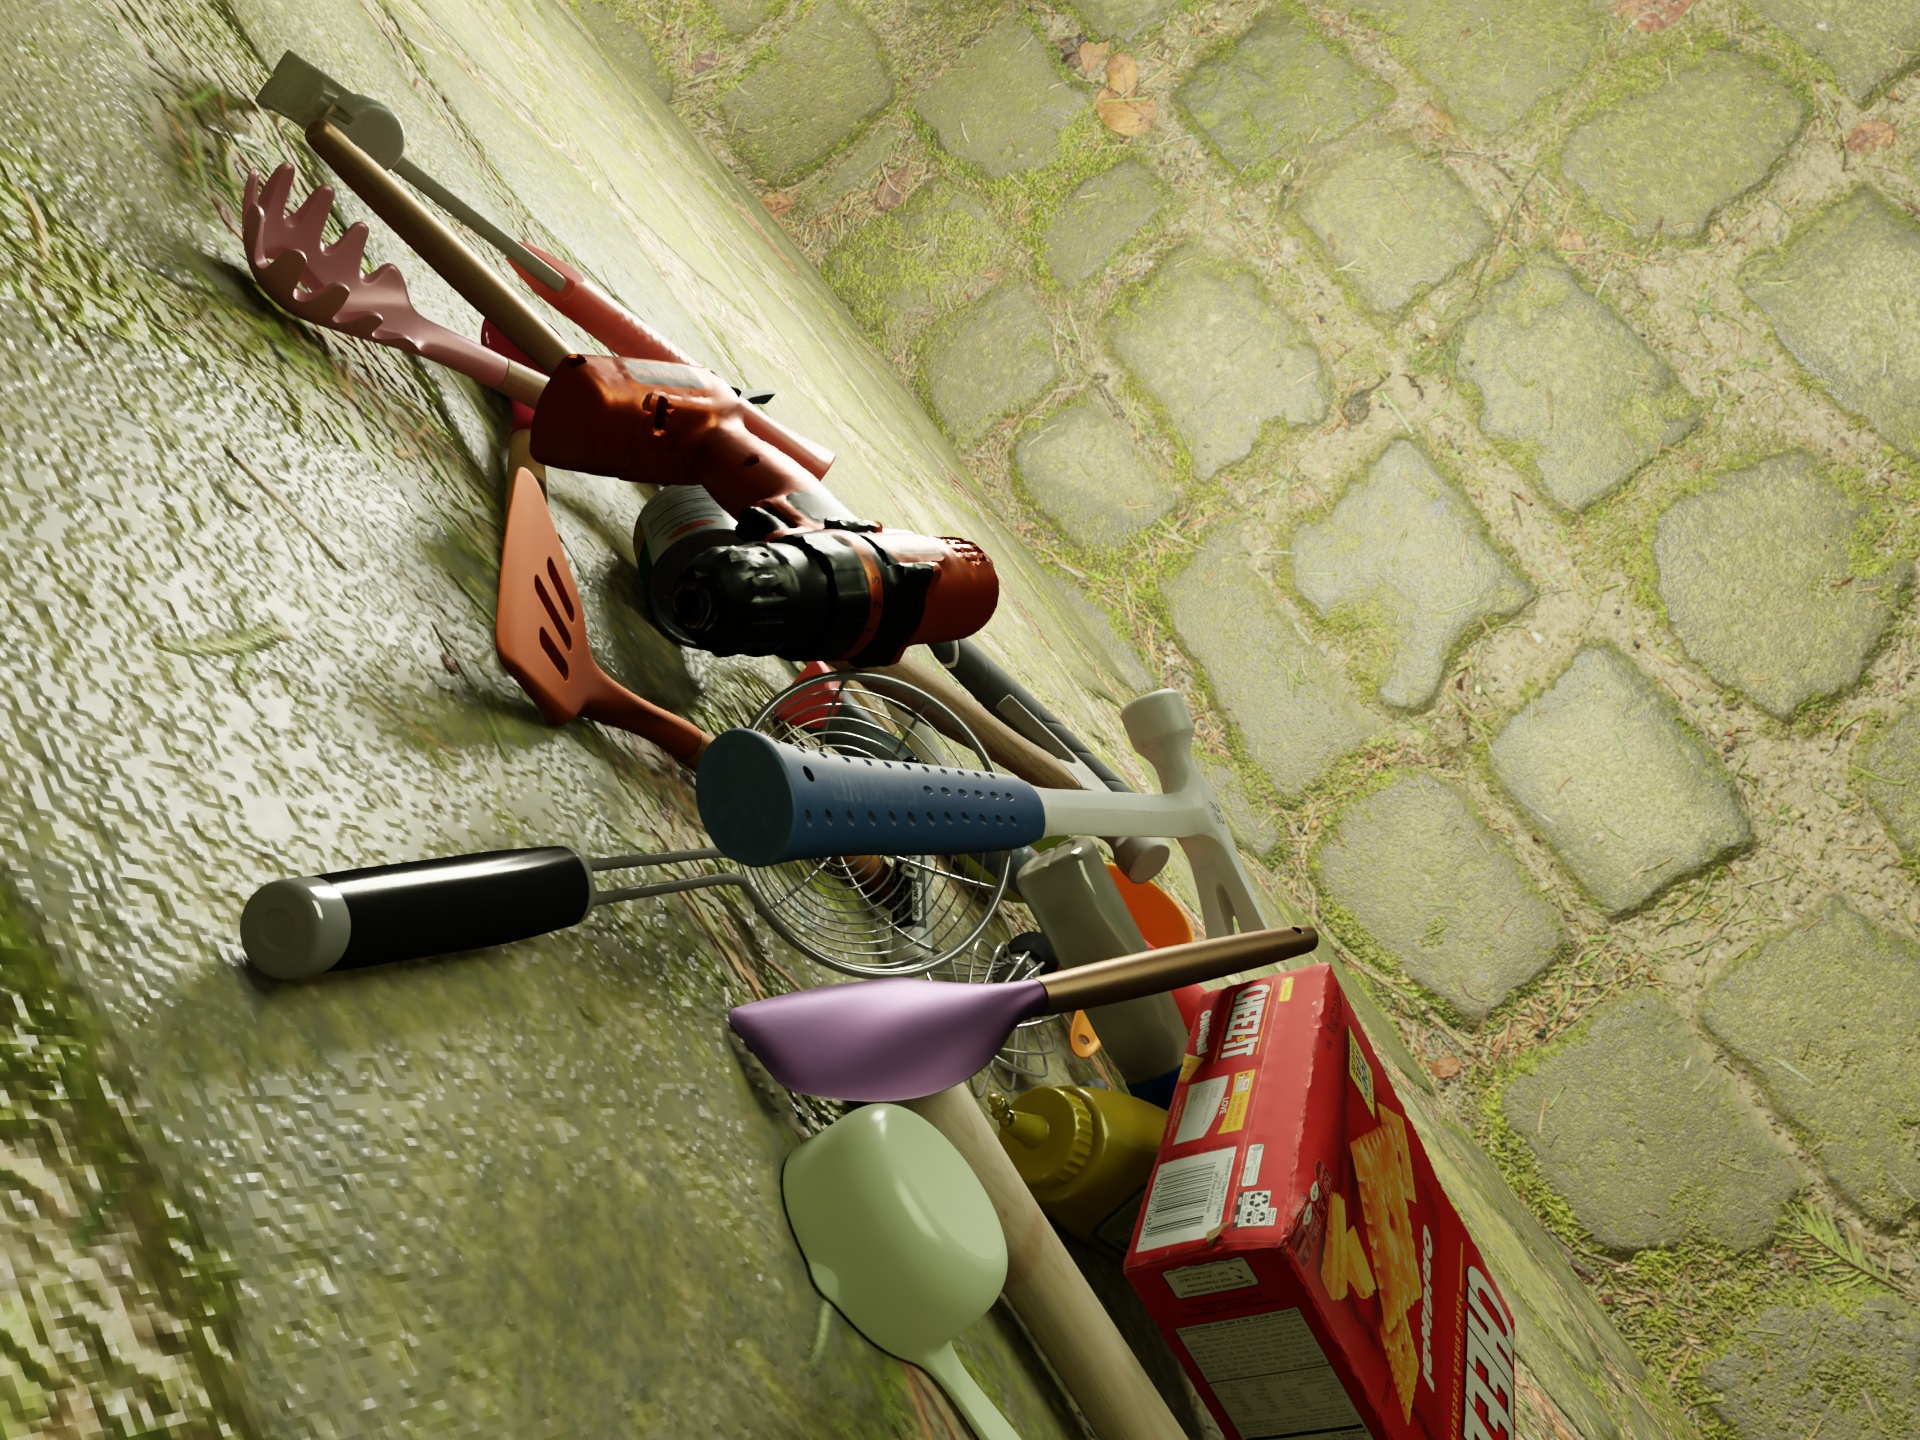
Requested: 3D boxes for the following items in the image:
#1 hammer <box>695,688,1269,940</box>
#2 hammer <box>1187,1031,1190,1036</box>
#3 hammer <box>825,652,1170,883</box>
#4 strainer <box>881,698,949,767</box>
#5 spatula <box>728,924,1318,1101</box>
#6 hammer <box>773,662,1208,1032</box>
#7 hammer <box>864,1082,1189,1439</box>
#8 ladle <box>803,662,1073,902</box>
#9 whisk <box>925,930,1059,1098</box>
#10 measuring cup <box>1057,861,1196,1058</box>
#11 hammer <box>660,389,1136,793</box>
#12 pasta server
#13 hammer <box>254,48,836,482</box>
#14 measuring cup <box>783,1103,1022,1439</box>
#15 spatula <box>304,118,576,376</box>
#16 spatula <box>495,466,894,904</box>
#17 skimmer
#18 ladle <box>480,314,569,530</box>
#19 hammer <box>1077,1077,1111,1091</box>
[{"bbox_3d":[0.034,0.042,0.643,0.405,0.035,0.144,8,58,-62],"label":"hammer"},{"bbox_3d":[0.183,0.233,1.124,0.334,0.035,0.146,43,13,-39],"label":"hammer"},{"bbox_3d":[-0.001,-0.003,0.857,0.130,0.031,0.331,47,9,38],"label":"hammer"},{"bbox_3d":[-0.044,-0.025,1.036,0.086,0.050,0.259,16,36,-46],"label":"strainer"},{"bbox_3d":[0.048,0.107,0.625,0.315,0.018,0.060,-3,33,-44],"label":"spatula"},{"bbox_3d":[0.062,0.103,0.843,0.386,0.038,0.143,39,-3,0],"label":"hammer"},{"bbox_3d":[0.084,0.274,0.535,0.411,0.038,0.146,55,9,22],"label":"hammer"},{"bbox_3d":[-0.050,-0.017,0.930,0.320,0.062,0.078,48,11,0],"label":"ladle"},{"bbox_3d":[0.024,0.127,0.753,0.070,0.070,0.284,52,6,7],"label":"whisk"},{"bbox_3d":[0.079,0.153,0.924,0.095,0.052,0.174,34,33,1],"label":"measuring cup"},{"bbox_3d":[-0.023,-0.063,1.036,0.408,0.036,0.149,42,28,-12],"label":"hammer"},{"bbox_3d":[-0.183,-0.152,0.724,0.316,0.040,0.060,22,40,-49],"label":"pasta server"},{"bbox_3d":[-0.200,-0.222,0.854,0.358,0.037,0.149,33,4,-45],"label":"hammer"},{"bbox_3d":[0.010,0.190,0.488,0.168,0.038,0.083,51,10,13],"label":"measuring cup"},{"bbox_3d":[-0.185,-0.180,0.763,0.082,0.044,0.317,36,-4,36],"label":"spatula"},{"bbox_3d":[-0.091,0.018,0.658,0.322,0.041,0.081,42,37,-49],"label":"spatula"},{"bbox_3d":[-0.072,0.038,0.512,0.127,0.090,0.363,70,15,7],"label":"skimmer"},{"bbox_3d":[-0.194,-0.115,0.718,0.069,0.031,0.316,42,15,-33],"label":"ladle"},{"bbox_3d":[0.163,0.296,0.799,0.336,0.034,0.127,48,15,-15],"label":"hammer"}]
